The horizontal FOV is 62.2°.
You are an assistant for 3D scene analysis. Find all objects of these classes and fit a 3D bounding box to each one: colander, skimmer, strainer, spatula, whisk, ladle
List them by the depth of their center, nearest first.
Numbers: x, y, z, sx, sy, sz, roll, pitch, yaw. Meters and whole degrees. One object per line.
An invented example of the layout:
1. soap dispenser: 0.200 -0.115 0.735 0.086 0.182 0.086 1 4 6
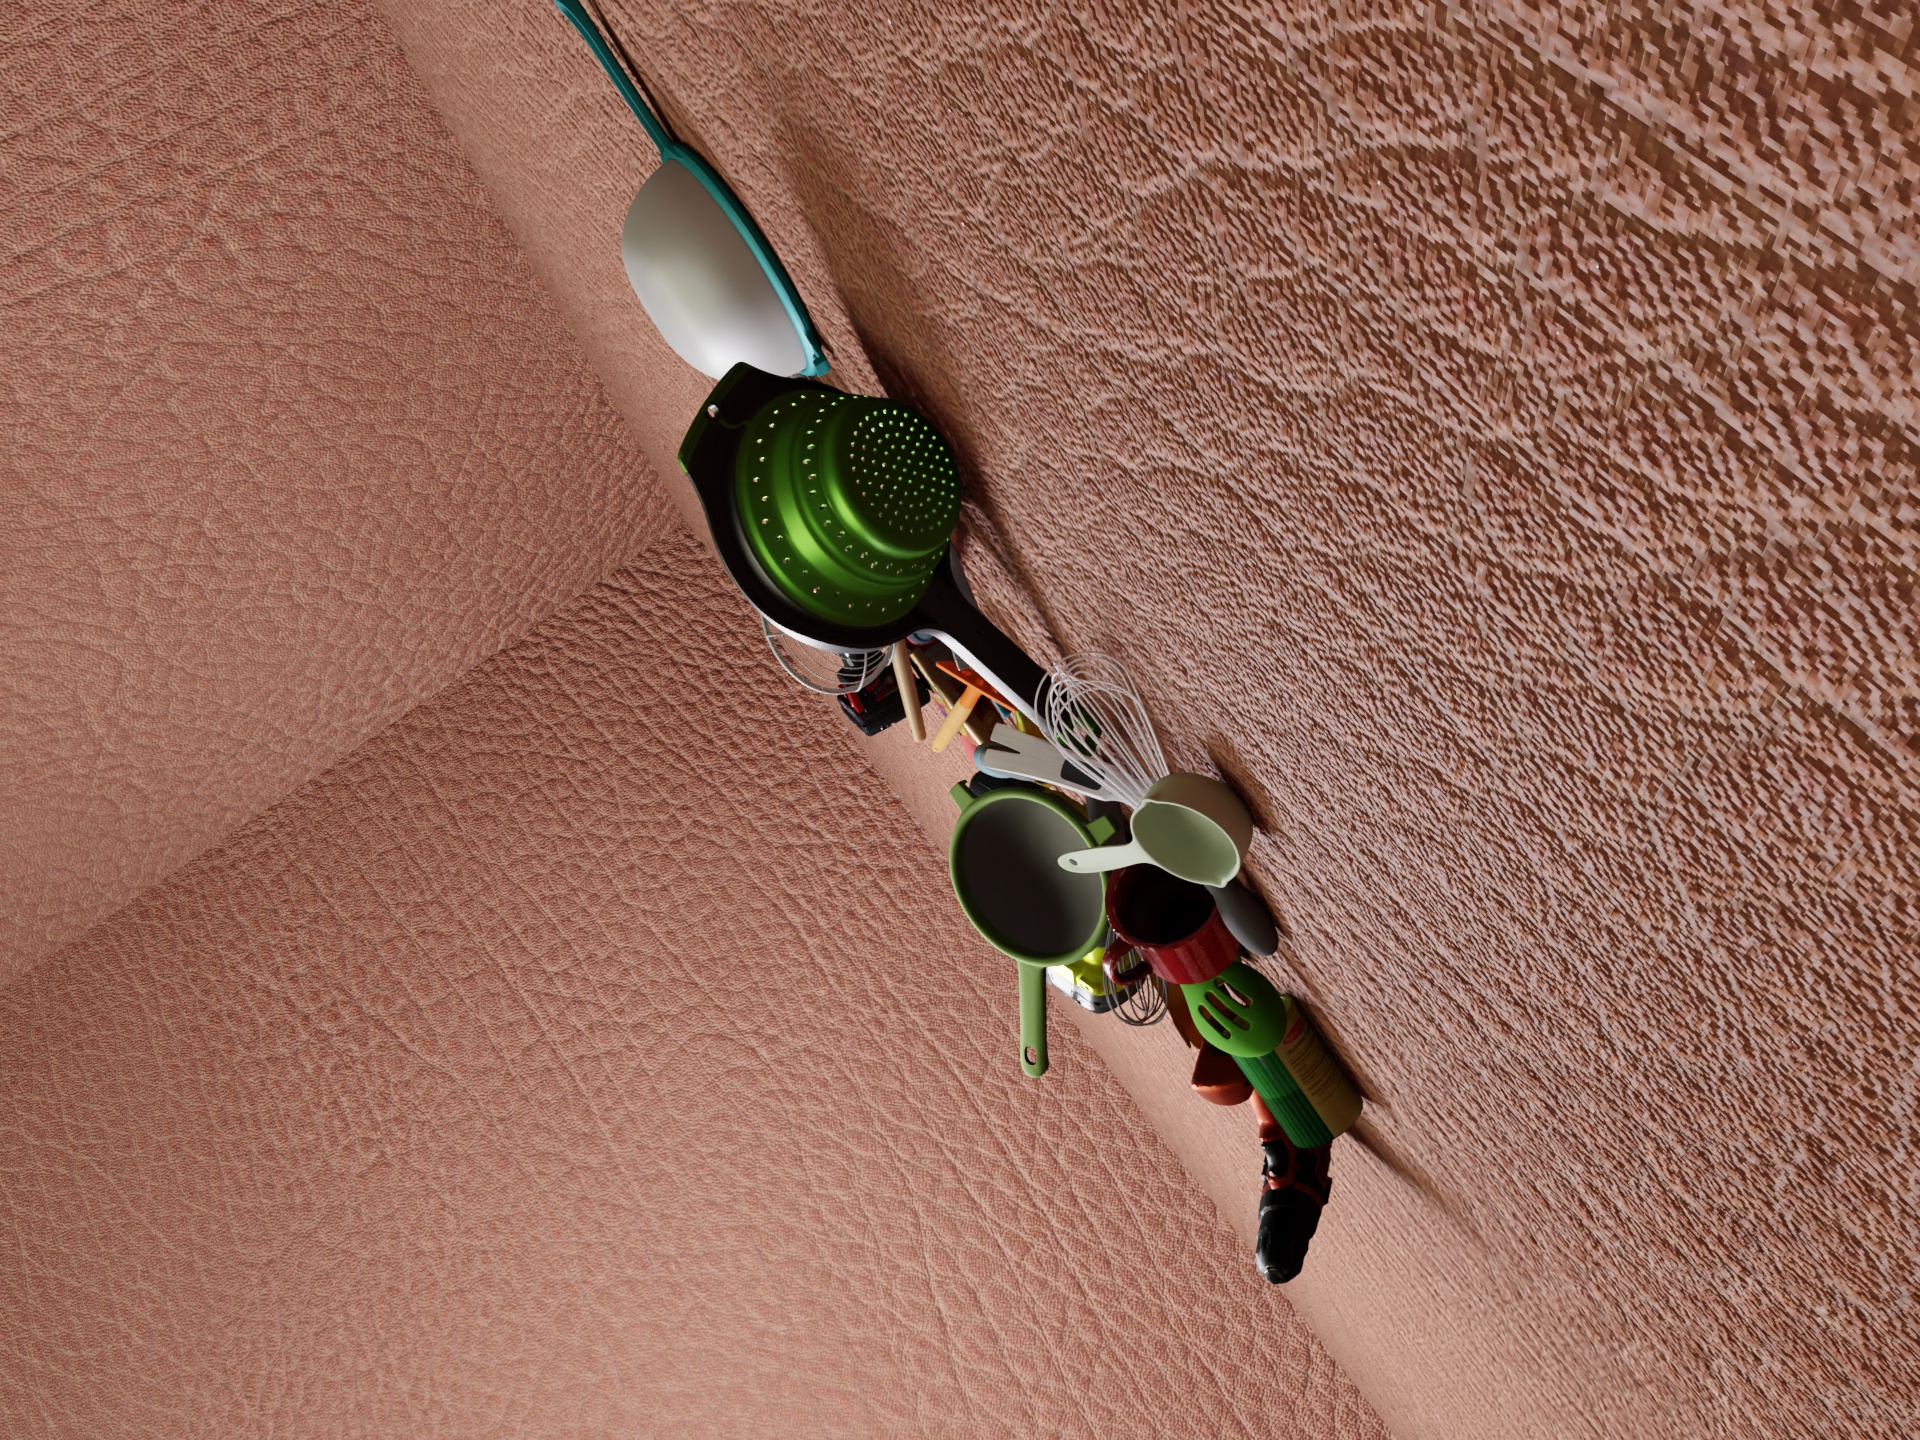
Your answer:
1. whisk: 0.145 0.064 1.098 0.284 0.070 0.070 51 174 -23
2. colander: -0.011 -0.107 1.127 0.396 0.205 0.094 40 143 -24
3. strainer: -0.241 -0.397 1.261 0.340 0.095 0.211 56 173 -23
4. skimmer: -0.122 -0.164 1.265 0.127 0.090 0.364 31 -156 -34
5. strainer: 0.071 0.166 1.293 0.151 0.069 0.256 11 113 32
6. whisk: 0.133 0.147 1.334 0.055 0.055 0.239 -152 50 -74
7. spatula: -0.002 -0.005 1.493 0.081 0.041 0.322 31 163 -1
8. ladle: 0.043 0.061 1.609 0.320 0.062 0.078 51 166 -10

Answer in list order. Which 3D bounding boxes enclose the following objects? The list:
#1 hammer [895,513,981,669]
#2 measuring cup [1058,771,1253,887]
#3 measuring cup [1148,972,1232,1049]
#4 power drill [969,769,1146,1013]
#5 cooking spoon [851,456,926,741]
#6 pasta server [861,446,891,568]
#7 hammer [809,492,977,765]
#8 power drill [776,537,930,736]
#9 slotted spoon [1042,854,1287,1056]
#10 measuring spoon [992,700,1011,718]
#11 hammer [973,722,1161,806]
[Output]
1. hammer: -0.022 -0.093 1.399 0.386 0.038 0.143 118 130 -84
2. measuring cup: 0.126 0.075 1.060 0.083 0.038 0.167 47 147 -17
3. measuring cup: 0.211 0.250 1.403 0.095 0.052 0.173 56 -175 -1
4. power drill: 0.094 0.153 1.483 0.191 0.080 0.228 31 148 35
5. cooking spoon: -0.070 -0.111 1.520 0.069 0.017 0.318 47 155 53
6. pasta server: -0.080 -0.159 1.387 0.316 0.040 0.060 121 129 -72
7. hammer: -0.065 -0.104 1.718 0.359 0.037 0.149 56 172 -13
8. power drill: -0.118 -0.100 1.644 0.226 0.080 0.188 62 171 -19
9. slotted spoon: 0.134 0.162 1.284 0.314 0.070 0.031 38 -162 36
10. measuring spoon: 0.036 -0.029 1.517 0.042 0.021 0.128 59 -179 -7
11. hammer: 0.061 0.037 1.278 0.128 0.033 0.331 19 177 -10
